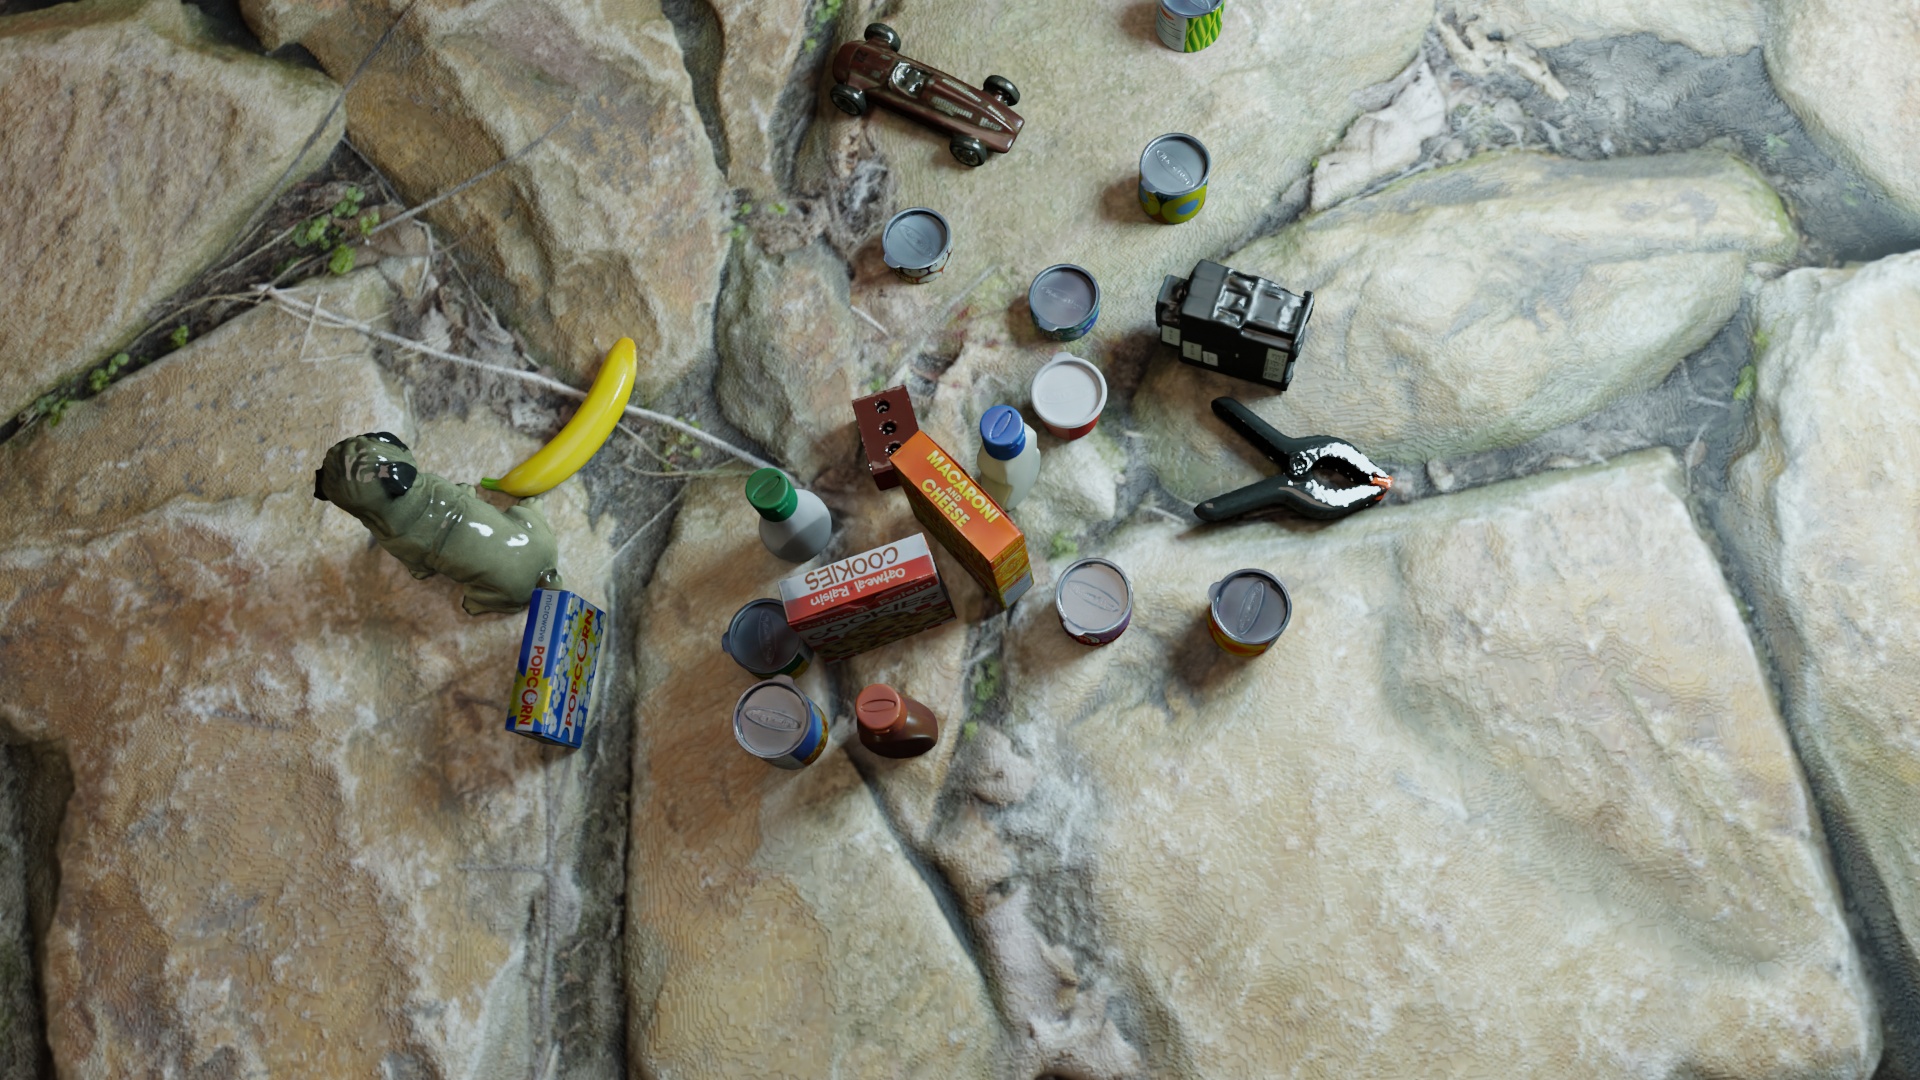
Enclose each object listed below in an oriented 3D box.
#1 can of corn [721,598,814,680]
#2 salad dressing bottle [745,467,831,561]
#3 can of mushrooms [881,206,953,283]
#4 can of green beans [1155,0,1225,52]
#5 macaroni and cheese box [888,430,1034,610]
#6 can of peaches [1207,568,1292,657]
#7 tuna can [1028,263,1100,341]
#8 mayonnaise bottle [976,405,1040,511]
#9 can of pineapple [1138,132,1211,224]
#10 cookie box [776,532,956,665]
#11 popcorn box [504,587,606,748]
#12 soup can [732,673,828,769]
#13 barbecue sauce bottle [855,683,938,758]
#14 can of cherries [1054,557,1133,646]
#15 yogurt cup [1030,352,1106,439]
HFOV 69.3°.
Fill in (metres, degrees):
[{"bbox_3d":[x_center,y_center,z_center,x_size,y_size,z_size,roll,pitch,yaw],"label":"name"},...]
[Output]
[{"bbox_3d":[-0.167,0.089,1.216,0.071,0.058,0.071,-1,73,5],"label":"can of corn"},{"bbox_3d":[-0.150,-0.023,1.201,0.064,0.147,0.044,-39,74,-6],"label":"salad dressing bottle"},{"bbox_3d":[-0.042,-0.281,1.328,0.071,0.033,0.071,-1,73,5],"label":"can of mushrooms"},{"bbox_3d":[0.226,-0.523,1.363,0.071,0.057,0.071,-1,73,5],"label":"can of green beans"},{"bbox_3d":[0.004,-0.015,1.174,0.040,0.166,0.124,-42,74,-7],"label":"macaroni and cheese box"},{"bbox_3d":[0.243,0.061,1.185,0.071,0.058,0.071,-1,73,5],"label":"can of peaches"},{"bbox_3d":[0.096,-0.220,1.297,0.071,0.032,0.071,-1,73,5],"label":"tuna can"},{"bbox_3d":[0.040,-0.074,1.198,0.041,0.147,0.065,31,79,13],"label":"mayonnaise bottle"},{"bbox_3d":[0.199,-0.340,1.310,0.071,0.057,0.071,-1,73,5],"label":"can of pineapple"},{"bbox_3d":[-0.074,0.053,1.161,0.123,0.167,0.040,-20,73,0],"label":"cookie box"},{"bbox_3d":[-0.352,0.112,1.213,0.038,0.085,0.127,5,74,7],"label":"popcorn box"},{"bbox_3d":[-0.150,0.155,1.181,0.071,0.083,0.071,-1,74,5],"label":"soup can"},{"bbox_3d":[-0.057,0.149,1.141,0.065,0.148,0.044,-7,73,4],"label":"barbecue sauce bottle"},{"bbox_3d":[0.113,0.056,1.199,0.071,0.058,0.071,-1,73,5],"label":"can of cherries"},{"bbox_3d":[0.098,-0.125,1.257,0.072,0.054,0.072,-1,73,5],"label":"yogurt cup"}]
